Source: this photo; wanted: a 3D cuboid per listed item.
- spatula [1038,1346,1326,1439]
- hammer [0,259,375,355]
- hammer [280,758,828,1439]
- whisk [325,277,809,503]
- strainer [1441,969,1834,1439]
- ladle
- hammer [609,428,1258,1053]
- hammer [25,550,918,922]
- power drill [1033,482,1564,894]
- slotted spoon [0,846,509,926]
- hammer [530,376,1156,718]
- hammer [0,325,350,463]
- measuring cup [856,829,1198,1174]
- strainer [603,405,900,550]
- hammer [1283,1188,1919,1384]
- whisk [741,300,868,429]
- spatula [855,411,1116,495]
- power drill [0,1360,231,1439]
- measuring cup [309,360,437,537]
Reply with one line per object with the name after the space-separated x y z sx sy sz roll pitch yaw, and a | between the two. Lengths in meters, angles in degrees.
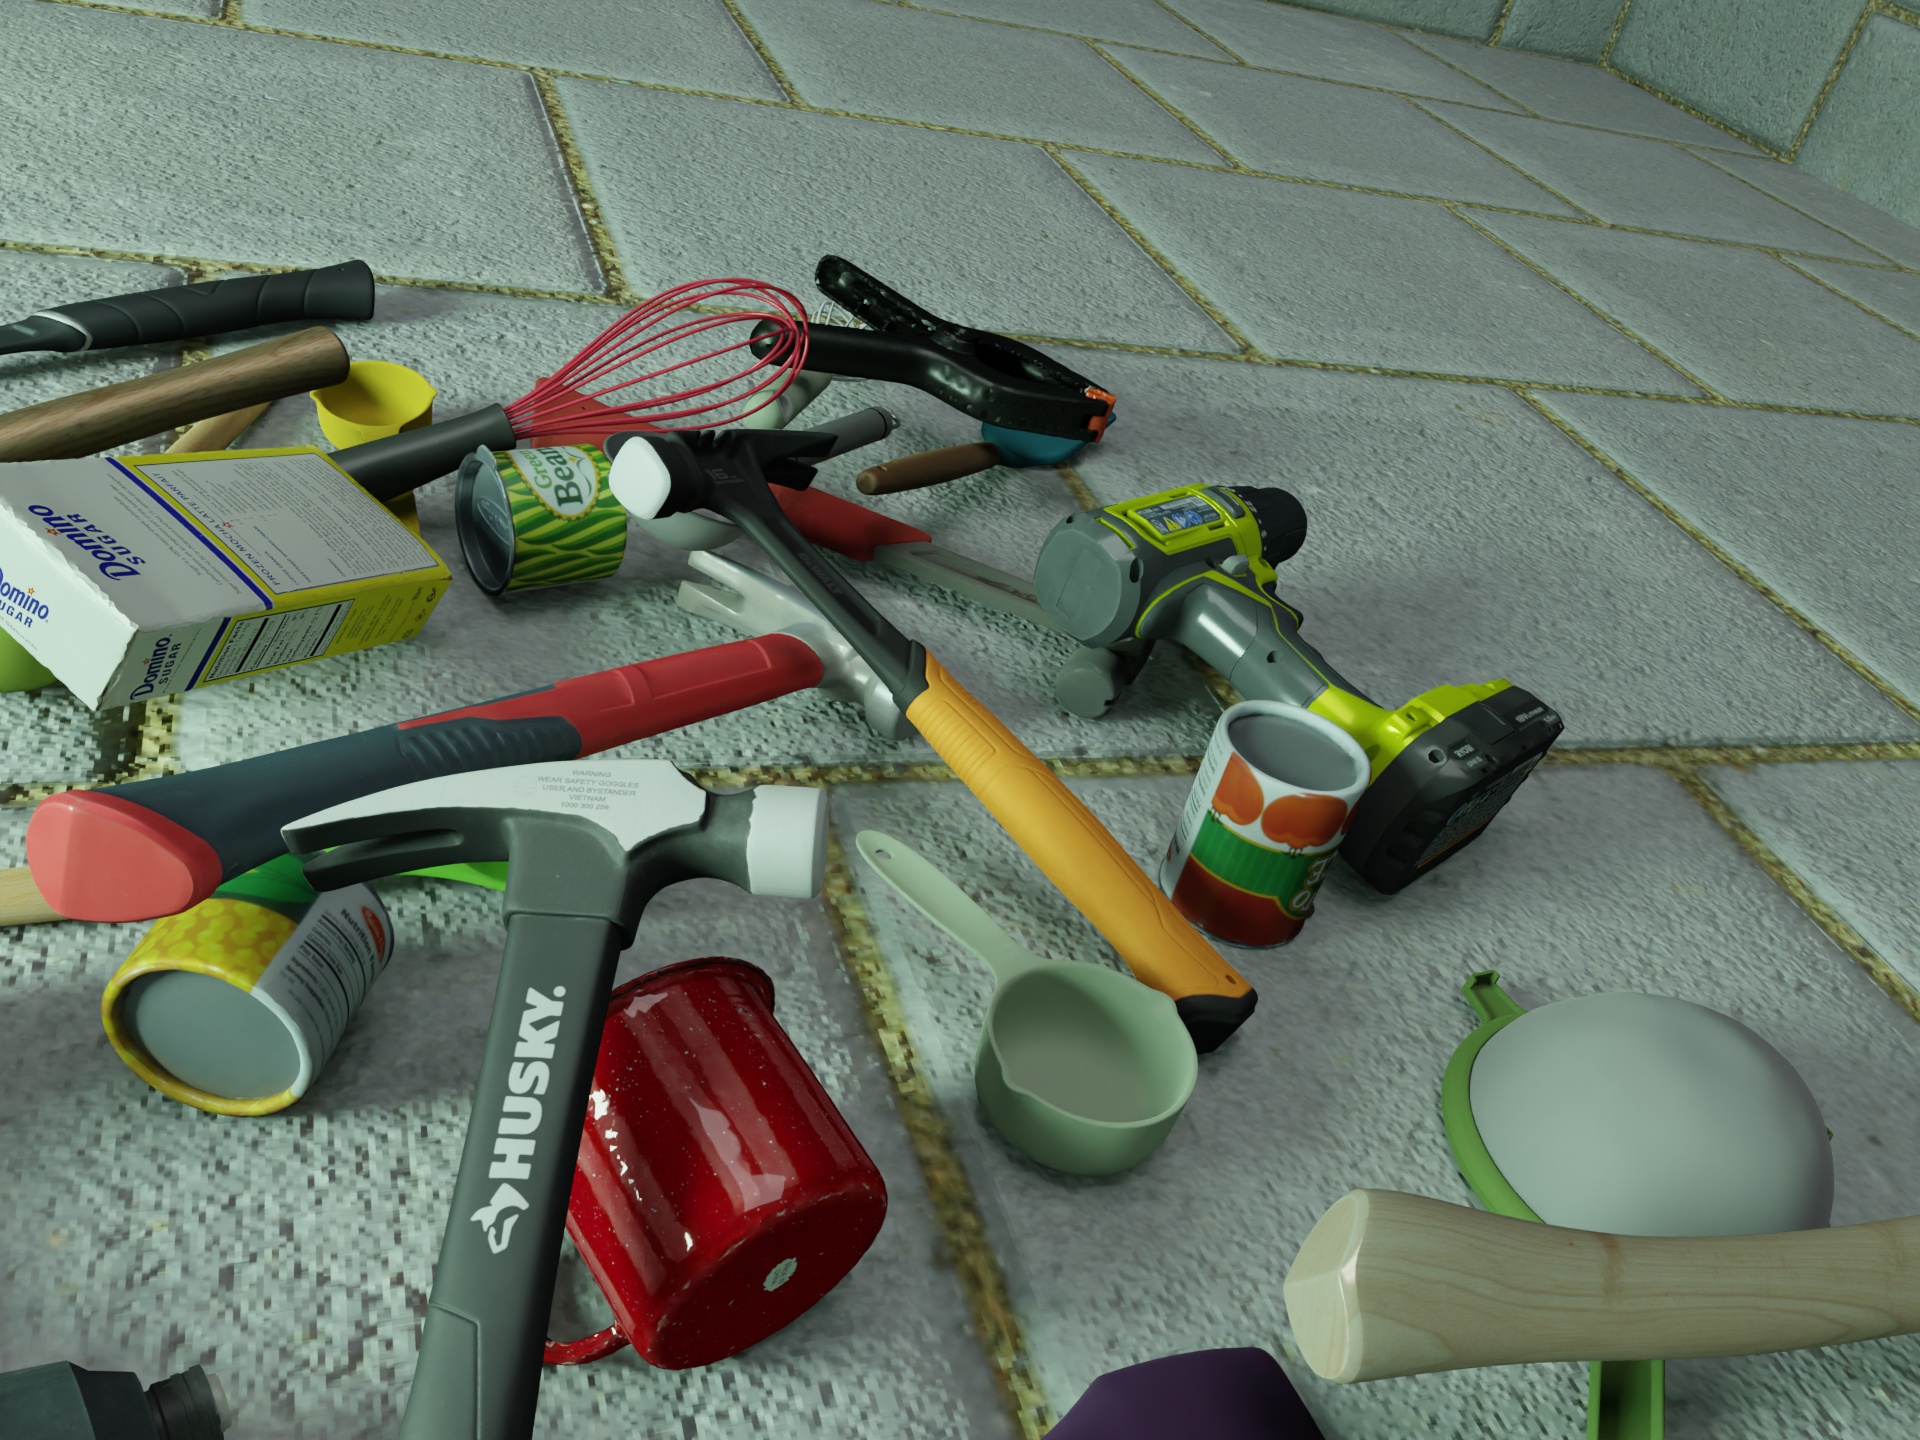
-0.005 0.193 0.383 0.315 0.018 0.060 12 34 -42 | spatula
-0.478 -0.194 0.804 0.149 0.036 0.409 33 37 24 | hammer
-0.118 0.153 0.367 0.146 0.035 0.335 4 55 -1 | hammer
-0.204 -0.151 0.778 0.296 0.073 0.073 -26 50 -22 | whisk
0.243 0.170 0.549 0.151 0.069 0.256 24 34 11 | strainer
-0.365 -0.108 0.709 0.078 0.062 0.320 16 31 -9 | ladle
-0.001 -0.002 0.657 0.337 0.034 0.127 48 32 17 | hammer
-0.159 -0.006 0.590 0.143 0.038 0.386 29 23 21 | hammer
0.170 -0.036 0.776 0.190 0.080 0.229 -20 55 -45 | power drill
-0.254 0.052 0.554 0.313 0.031 0.070 -5 39 -25 | slotted spoon
-0.064 -0.109 0.849 0.359 0.036 0.149 22 35 8 | hammer
-0.400 -0.105 0.639 0.130 0.031 0.331 13 33 41 | hammer
0.013 0.100 0.585 0.083 0.038 0.168 -18 45 -40 | measuring cup
-0.096 -0.127 0.795 0.087 0.050 0.258 35 33 13 | strainer
0.288 0.187 0.504 0.410 0.038 0.146 5 61 -22 | hammer
-0.088 -0.211 0.953 0.059 0.057 0.246 -17 21 17 | whisk
0.009 -0.161 0.911 0.082 0.044 0.317 25 21 12 | spatula
-0.294 0.133 0.383 0.171 0.080 0.223 -15 49 -36 | power drill
-0.287 -0.122 0.794 0.062 0.029 0.157 -6 52 -22 | measuring cup
